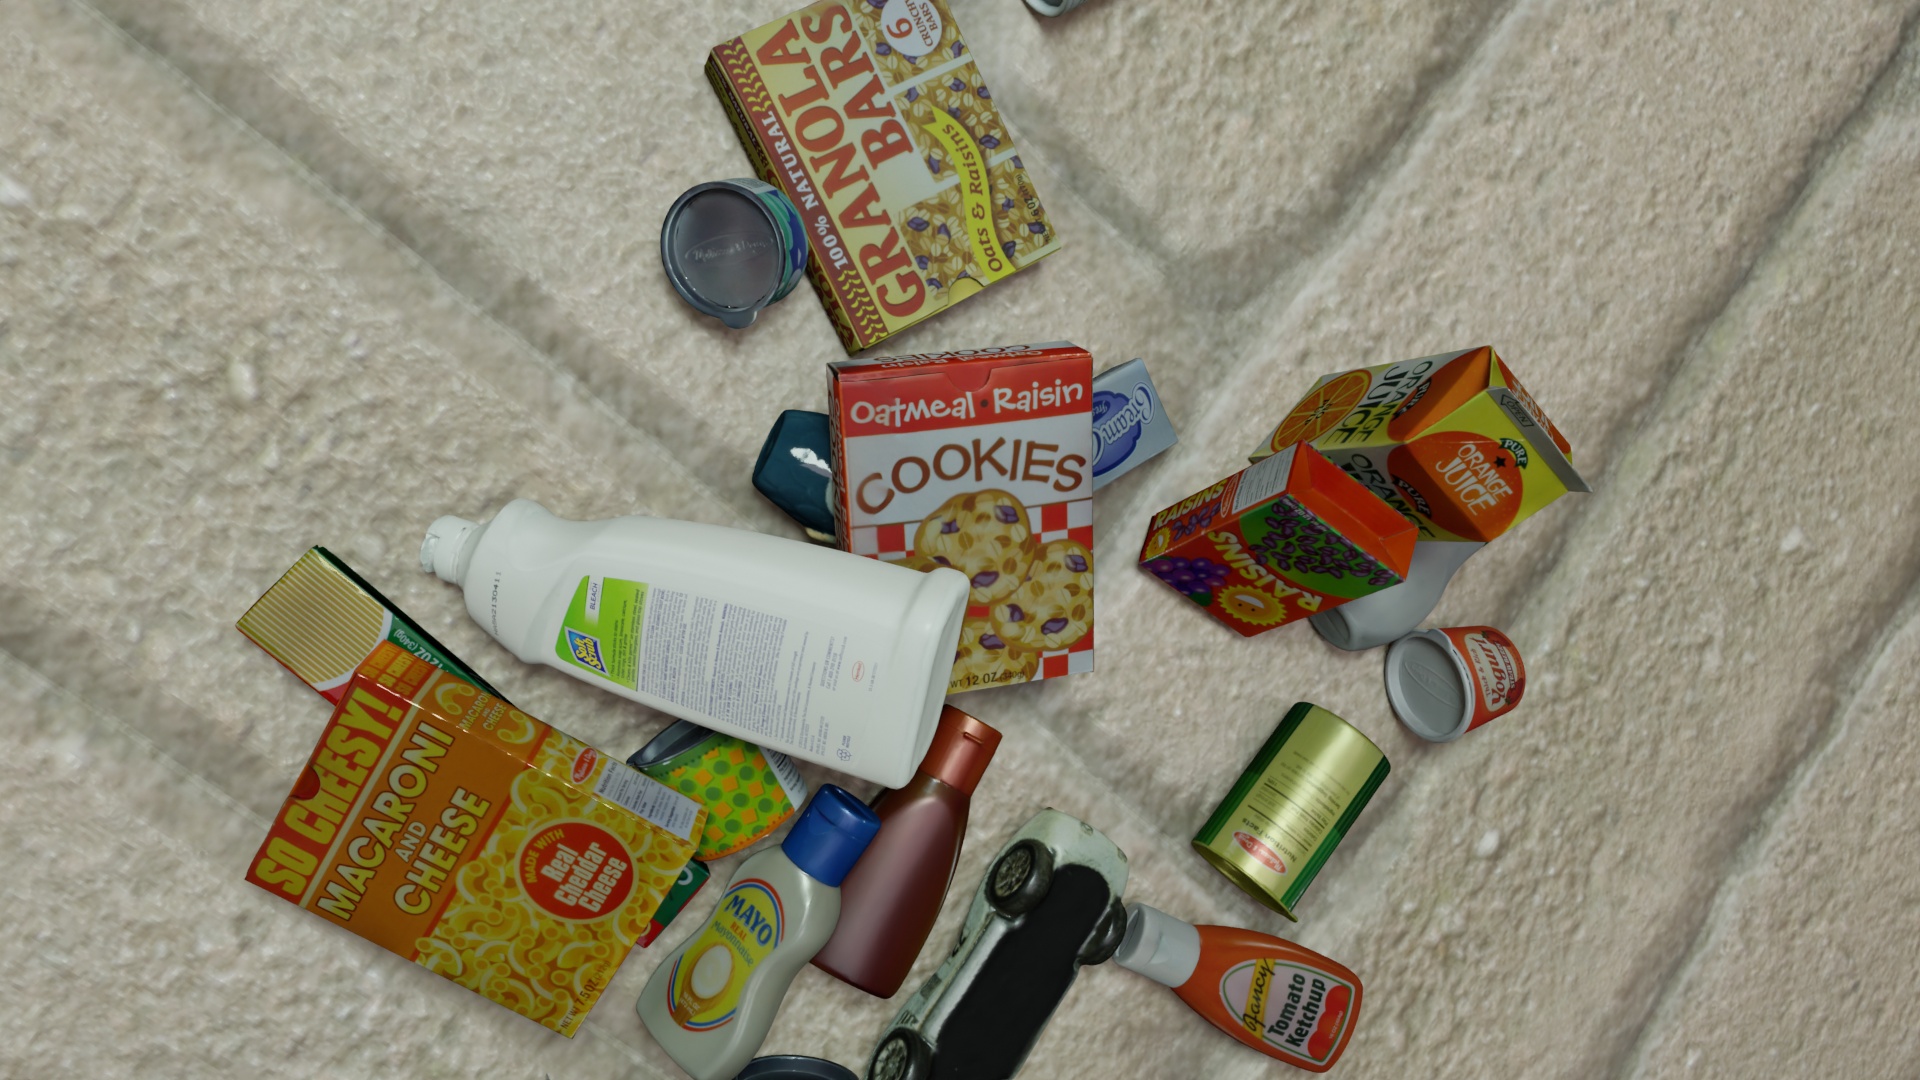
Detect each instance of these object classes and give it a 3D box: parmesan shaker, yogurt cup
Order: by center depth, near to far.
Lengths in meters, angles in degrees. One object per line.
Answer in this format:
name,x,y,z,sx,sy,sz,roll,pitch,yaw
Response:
parmesan shaker,0.190,0.153,0.787,0.071,0.071,0.103,43,78,-15
yogurt cup,0.295,0.082,0.824,0.054,0.072,0.072,-10,95,-26

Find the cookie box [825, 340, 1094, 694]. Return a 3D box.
cookie box,0.002,-0.008,0.677,0.123,0.040,0.166,-7,110,-15

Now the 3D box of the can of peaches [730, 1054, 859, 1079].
can of peaches,-0.085,0.301,0.699,0.071,0.071,0.058,7,91,-18

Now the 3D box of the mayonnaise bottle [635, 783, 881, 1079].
mayonnaise bottle,-0.096,0.190,0.687,0.148,0.065,0.041,-55,149,0

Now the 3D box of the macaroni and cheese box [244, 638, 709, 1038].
macaroni and cheese box,-0.219,0.138,0.634,0.166,0.040,0.123,30,106,-11

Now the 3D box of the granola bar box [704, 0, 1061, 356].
granola bar box,-0.038,-0.197,0.718,0.124,0.039,0.165,-30,100,-15

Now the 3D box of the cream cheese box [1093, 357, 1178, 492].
cream cheese box,0.068,-0.055,0.752,0.104,0.024,0.053,-30,100,-30

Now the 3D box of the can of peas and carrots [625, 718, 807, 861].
can of peas and carrots,-0.120,0.117,0.686,0.071,0.071,0.058,-32,101,-15

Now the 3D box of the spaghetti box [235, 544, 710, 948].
spaghetti box,-0.227,0.102,0.668,0.250,0.028,0.050,44,80,-14

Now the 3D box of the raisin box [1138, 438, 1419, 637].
raisin box,0.167,0.002,0.746,0.086,0.123,0.040,33,58,-17

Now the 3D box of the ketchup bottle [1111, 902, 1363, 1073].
ketchup bottle,0.155,0.249,0.792,0.149,0.043,0.065,27,83,-17

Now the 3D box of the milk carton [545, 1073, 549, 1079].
milk carton,-0.164,0.356,0.673,0.073,0.072,0.190,-23,99,-16

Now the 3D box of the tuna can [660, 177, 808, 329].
tuna can,-0.110,-0.142,0.683,0.071,0.033,0.070,5,110,15

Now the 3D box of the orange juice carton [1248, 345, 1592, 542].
orange juice carton,0.244,-0.048,0.735,0.073,0.192,0.071,-46,104,-13

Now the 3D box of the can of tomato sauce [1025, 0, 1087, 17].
can of tomato sauce,0.069,-0.328,0.737,0.083,0.071,0.071,-33,101,-14

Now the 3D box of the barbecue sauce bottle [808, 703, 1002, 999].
barbecue sauce bottle,-0.028,0.159,0.728,0.065,0.043,0.149,30,81,-10

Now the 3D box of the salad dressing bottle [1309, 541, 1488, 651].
salad dressing bottle,0.273,0.009,0.824,0.148,0.044,0.064,-32,83,-17
